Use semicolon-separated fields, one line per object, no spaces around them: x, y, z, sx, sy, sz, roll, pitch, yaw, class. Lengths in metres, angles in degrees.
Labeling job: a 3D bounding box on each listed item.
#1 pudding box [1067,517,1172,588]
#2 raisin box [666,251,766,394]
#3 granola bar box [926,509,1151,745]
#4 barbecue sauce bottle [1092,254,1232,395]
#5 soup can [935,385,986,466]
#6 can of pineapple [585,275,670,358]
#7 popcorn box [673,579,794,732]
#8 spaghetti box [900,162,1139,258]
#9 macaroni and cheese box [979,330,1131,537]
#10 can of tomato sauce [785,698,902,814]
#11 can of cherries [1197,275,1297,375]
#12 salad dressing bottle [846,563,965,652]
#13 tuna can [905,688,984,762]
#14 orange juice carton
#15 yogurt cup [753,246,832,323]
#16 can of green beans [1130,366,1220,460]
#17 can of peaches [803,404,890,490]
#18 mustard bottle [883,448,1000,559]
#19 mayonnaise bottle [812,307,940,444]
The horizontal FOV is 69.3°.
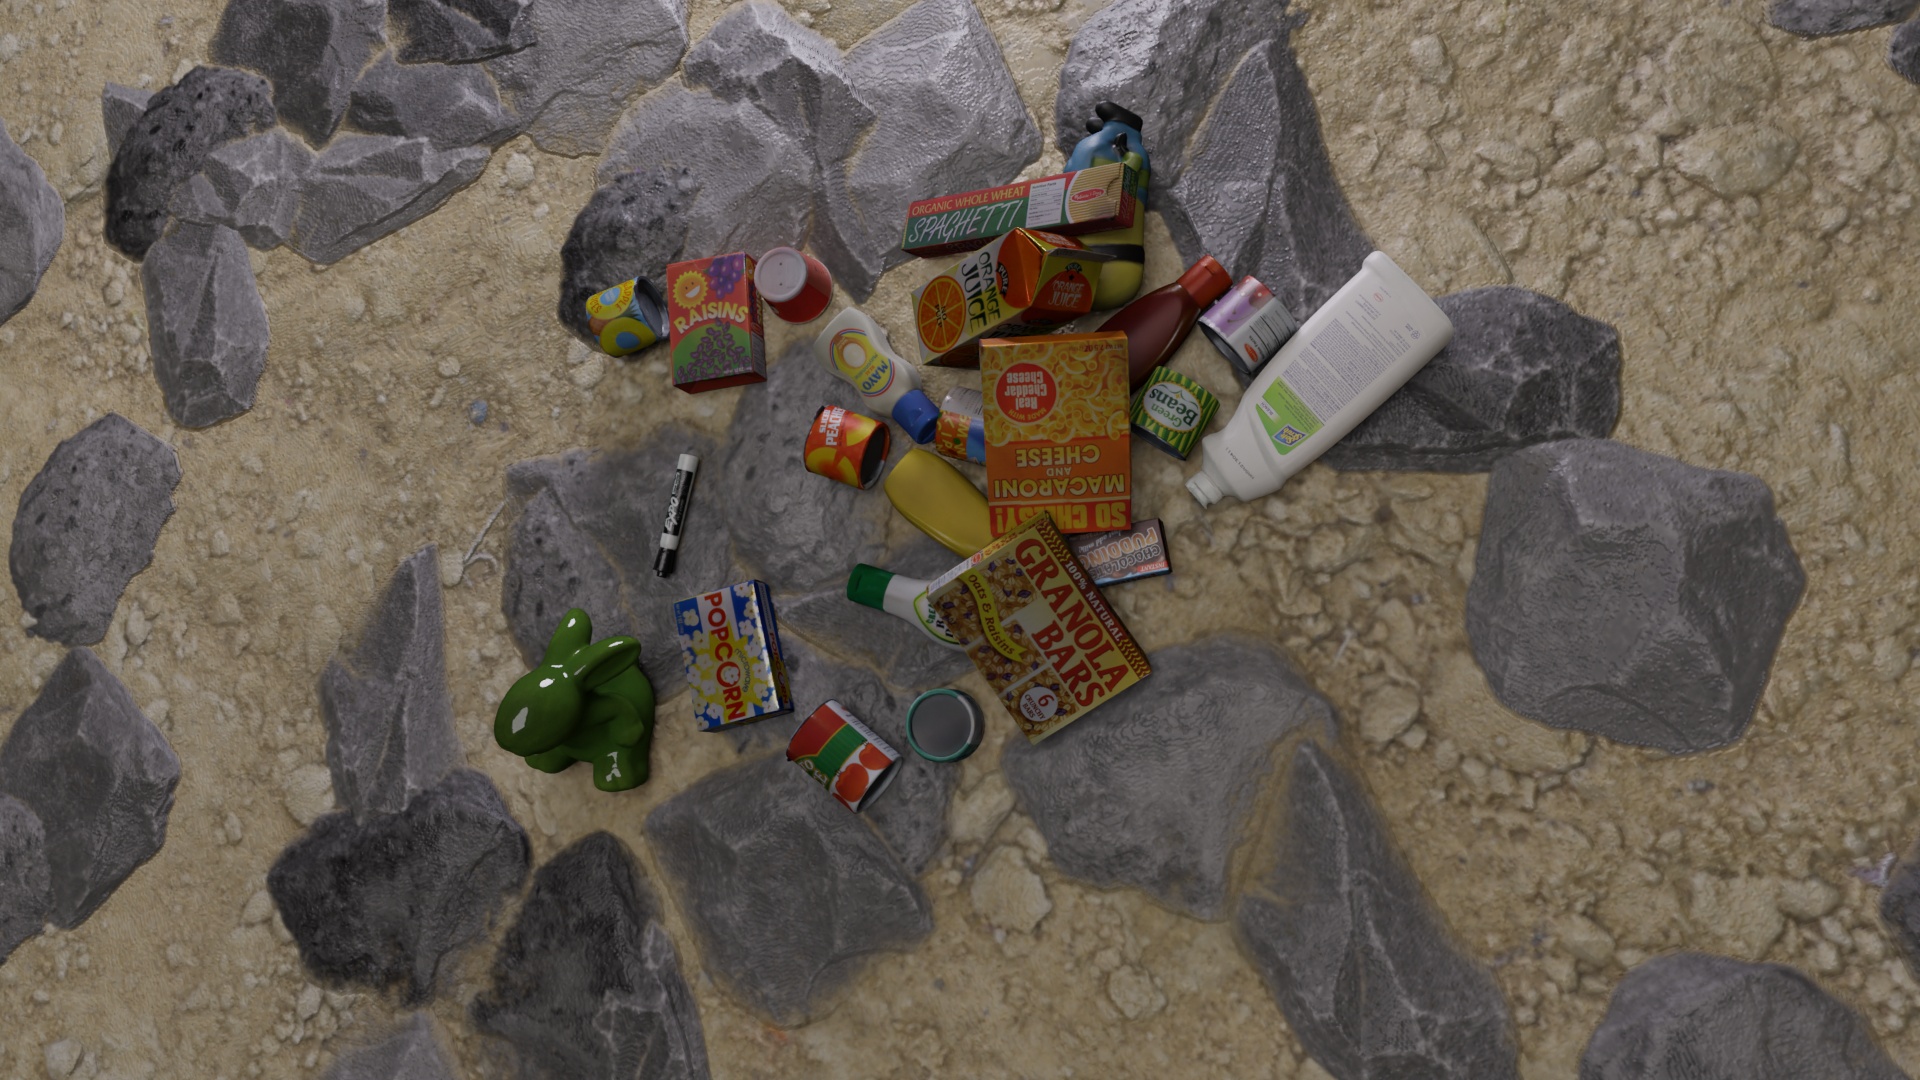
0.140;0.013;1.221;0.083;0.030;0.050;-12;80;13;pudding box
-0.238;-0.211;1.350;0.086;0.040;0.123;-7;79;15;raisin box
0.067;0.075;1.189;0.124;0.039;0.165;-33;104;8;granola bar box
0.175;-0.192;1.236;0.148;0.043;0.065;-41;74;5;barbecue sauce bottle
0.027;-0.096;1.250;0.084;0.071;0.071;15;86;17;soup can
-0.325;-0.219;1.359;0.058;0.071;0.071;-19;78;12;can of pineapple
-0.212;0.108;1.295;0.085;0.038;0.127;-16;78;12;popcorn box
0.048;-0.291;1.237;0.250;0.029;0.050;2;80;42;spaghetti box
0.082;-0.090;1.181;0.124;0.040;0.165;-3;108;2;macaroni and cheese box
-0.105;0.194;1.240;0.083;0.071;0.071;37;93;16;can of tomato sauce
0.248;-0.188;1.205;0.058;0.071;0.071;-44;74;5;can of cherries
-0.030;0.058;1.252;0.148;0.044;0.064;16;88;17;salad dressing bottle
-0.016;0.165;1.238;0.071;0.033;0.071;-2;81;14;tuna can
0.045;-0.214;1.208;0.192;0.072;0.073;-21;75;48;orange juice carton
-0.162;-0.246;1.327;0.072;0.054;0.072;-2;82;14;yogurt cup
0.184;-0.111;1.209;0.071;0.071;0.058;33;91;17;can of green beans
-0.104;-0.087;1.280;0.058;0.071;0.071;20;88;16;can of peaches
0.004;-0.016;1.251;0.160;0.049;0.065;41;91;16;mustard bottle
-0.072;-0.149;1.286;0.064;0.041;0.148;-48;66;10;mayonnaise bottle
